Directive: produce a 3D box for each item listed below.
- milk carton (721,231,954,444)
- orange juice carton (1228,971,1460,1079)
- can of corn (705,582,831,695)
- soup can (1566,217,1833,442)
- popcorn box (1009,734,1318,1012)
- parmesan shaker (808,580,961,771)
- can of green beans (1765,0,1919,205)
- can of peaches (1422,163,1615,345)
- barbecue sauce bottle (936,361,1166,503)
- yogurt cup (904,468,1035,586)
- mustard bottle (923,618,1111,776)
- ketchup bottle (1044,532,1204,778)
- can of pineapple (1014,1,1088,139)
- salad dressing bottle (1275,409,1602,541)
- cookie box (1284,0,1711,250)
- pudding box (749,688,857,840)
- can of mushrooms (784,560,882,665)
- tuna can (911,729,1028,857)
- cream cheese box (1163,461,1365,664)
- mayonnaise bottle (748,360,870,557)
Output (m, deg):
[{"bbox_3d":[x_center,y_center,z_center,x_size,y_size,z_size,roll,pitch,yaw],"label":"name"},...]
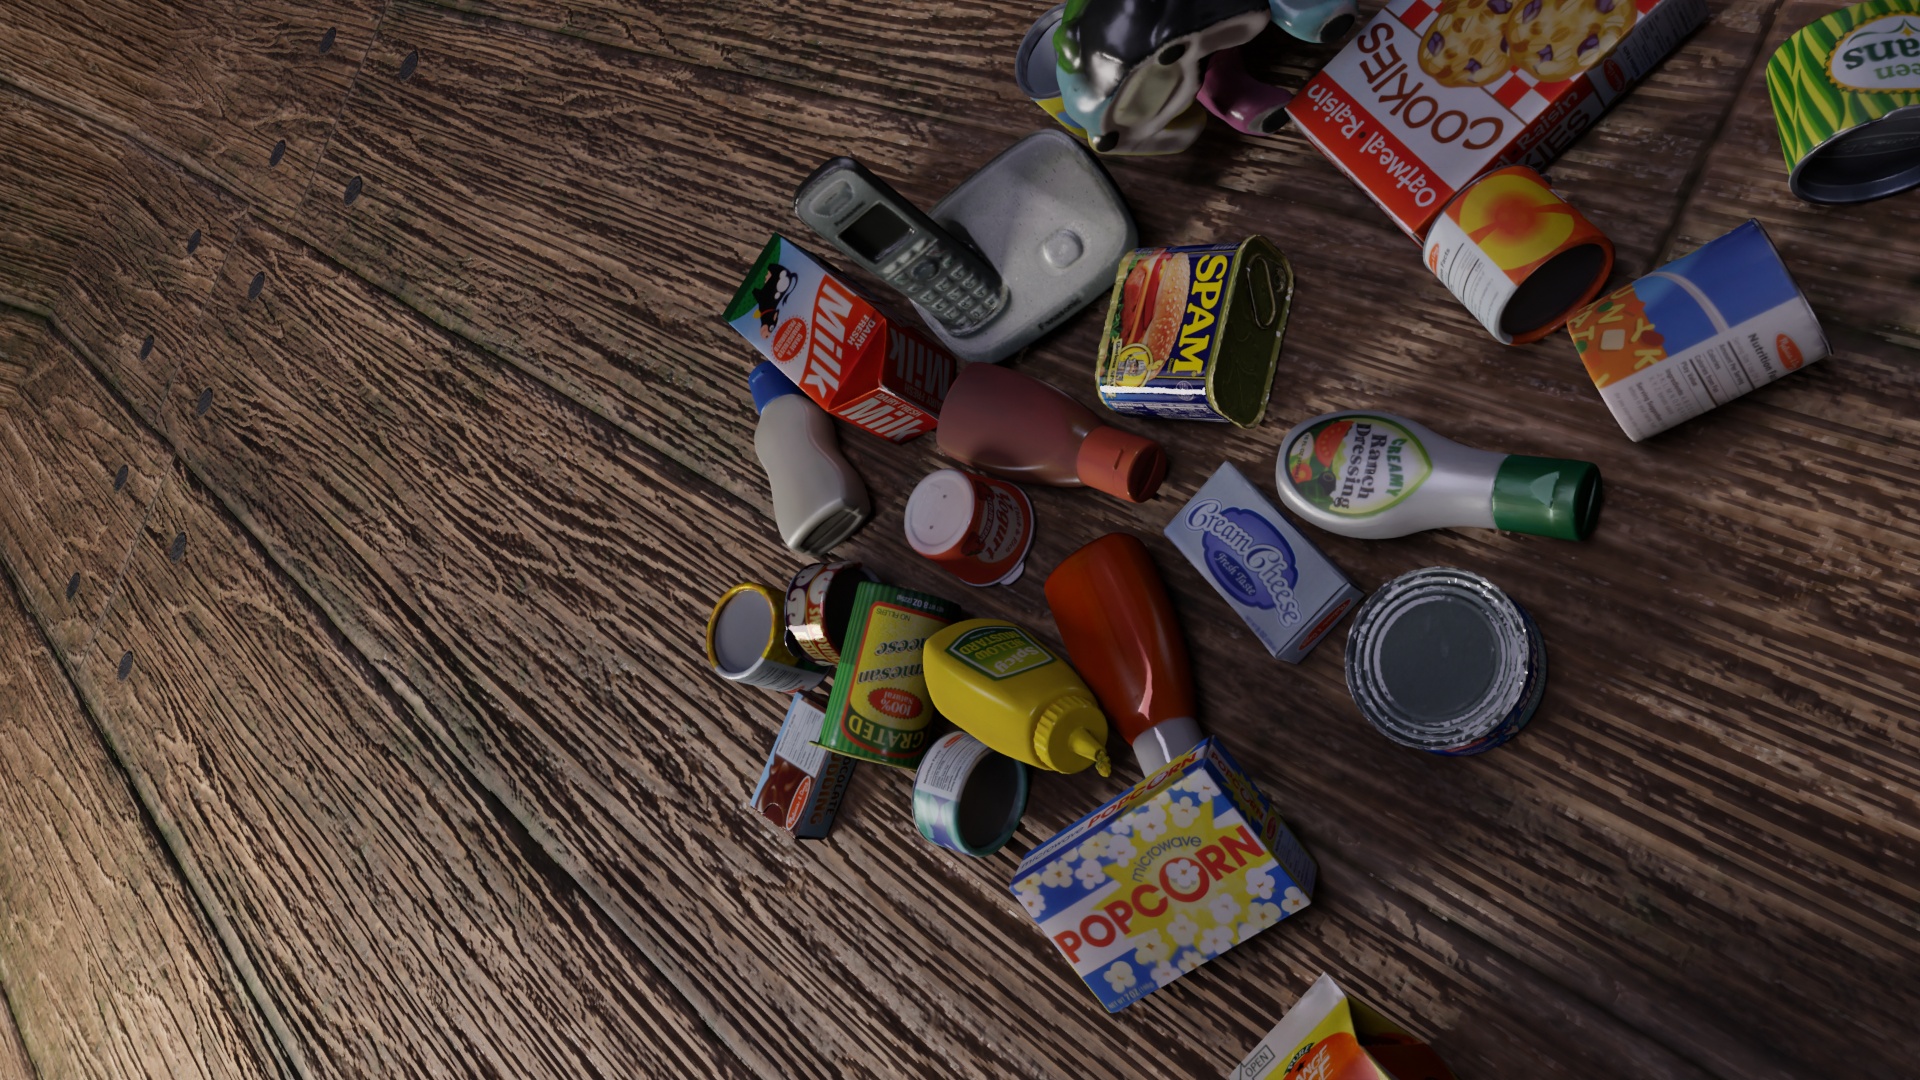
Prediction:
[{"bbox_3d":[-0.074,-0.129,0.932,0.191,0.072,0.073,42,103,39],"label":"milk carton"},{"bbox_3d":[0.196,0.275,0.575,0.071,0.073,0.193,-54,50,12],"label":"orange juice carton"},{"bbox_3d":[-0.125,0.062,0.918,0.071,0.058,0.071,-13,68,35],"label":"can of corn"},{"bbox_3d":[0.319,-0.092,0.605,0.083,0.071,0.071,-29,59,29],"label":"soup can"},{"bbox_3d":[0.099,0.167,0.687,0.126,0.038,0.085,-38,91,23],"label":"popcorn box"},{"bbox_3d":[-0.045,0.081,0.837,0.071,0.071,0.103,7,80,40],"label":"parmesan shaker"},{"bbox_3d":[0.381,-0.184,0.584,0.071,0.071,0.058,-14,67,35],"label":"can of green beans"},{"bbox_3d":[0.268,-0.137,0.662,0.071,0.071,0.058,-43,53,20],"label":"can of peaches"},{"bbox_3d":[0.053,-0.060,0.825,0.149,0.043,0.065,24,90,41],"label":"barbecue sauce bottle"},{"bbox_3d":[0.003,-0.011,0.842,0.072,0.054,0.072,-15,66,36],"label":"yogurt cup"},{"bbox_3d":[0.038,0.088,0.752,0.160,0.065,0.048,28,131,56],"label":"mustard bottle"},{"bbox_3d":[0.095,0.071,0.745,0.064,0.043,0.149,-40,54,29],"label":"ketchup bottle"},{"bbox_3d":[0.079,-0.295,0.873,0.071,0.058,0.071,-13,68,36],"label":"can of pineapple"},{"bbox_3d":[0.228,-0.028,0.671,0.147,0.044,0.064,11,81,41],"label":"salad dressing bottle"},{"bbox_3d":[0.268,-0.243,0.714,0.167,0.040,0.123,-44,50,19],"label":"cookie box"},{"bbox_3d":[-0.096,0.143,0.886,0.050,0.030,0.083,22,90,40],"label":"pudding box"},{"bbox_3d":[-0.078,0.047,0.878,0.033,0.071,0.071,-5,72,36],"label":"can of mushrooms"},{"bbox_3d":[0.007,0.144,0.780,0.033,0.071,0.071,9,81,40],"label":"tuna can"},{"bbox_3d":[0.157,0.011,0.729,0.053,0.024,0.104,-49,51,15],"label":"cream cheese box"},{"bbox_3d":[-0.111,-0.063,0.961,0.064,0.041,0.149,-39,53,22],"label":"mayonnaise bottle"}]
